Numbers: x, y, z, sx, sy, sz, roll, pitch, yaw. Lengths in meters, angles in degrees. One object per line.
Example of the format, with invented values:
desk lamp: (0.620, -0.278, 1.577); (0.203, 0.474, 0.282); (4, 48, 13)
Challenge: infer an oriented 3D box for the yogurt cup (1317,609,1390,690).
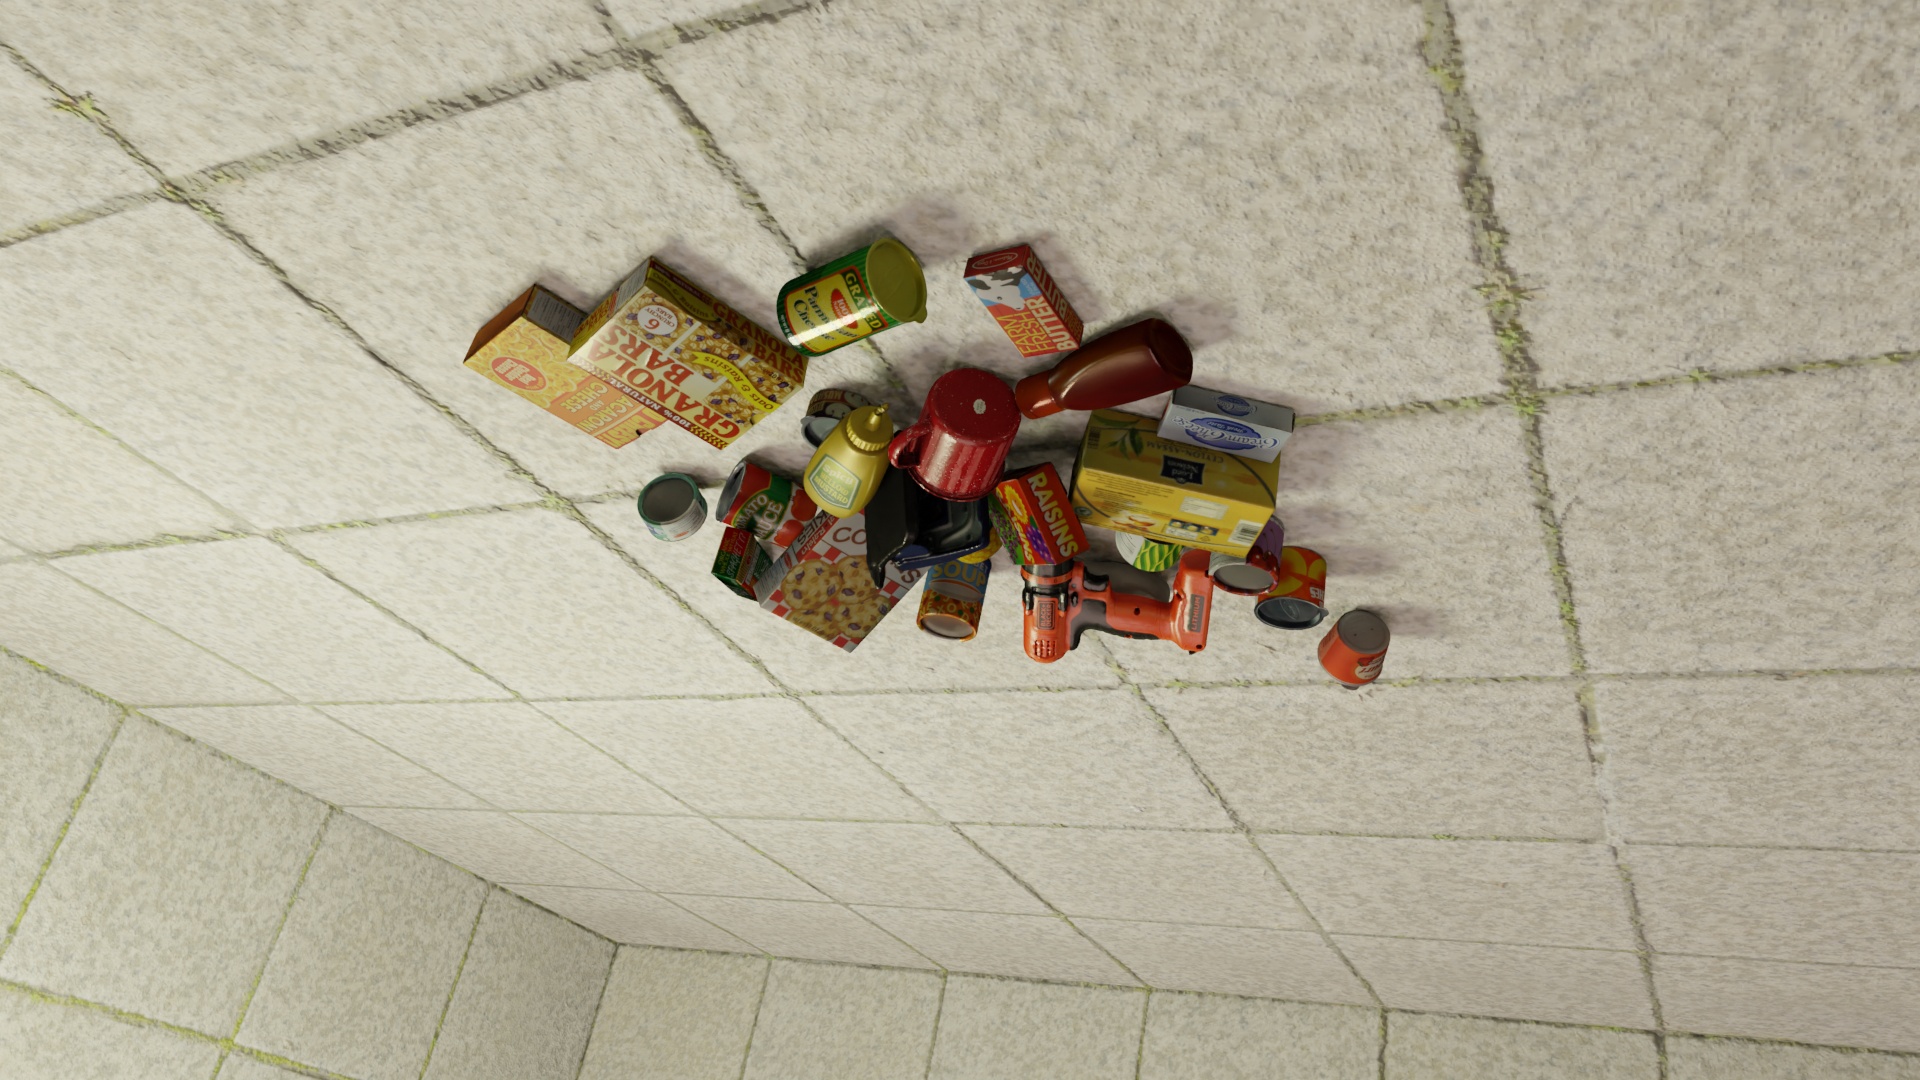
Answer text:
yogurt cup: (0.405, 0.108, 1.420); (0.072, 0.073, 0.053); (10, 143, 4)

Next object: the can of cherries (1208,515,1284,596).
can of cherries: (0.271, 0.013, 1.307); (0.071, 0.058, 0.071); (10, 151, 6)

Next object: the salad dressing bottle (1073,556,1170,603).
salad dressing bottle: (0.140, 0.043, 1.425); (0.148, 0.044, 0.064); (19, 139, -10)

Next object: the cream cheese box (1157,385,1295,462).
cream cheese box: (0.222, -0.098, 1.164); (0.104, 0.024, 0.053); (13, 152, -1)

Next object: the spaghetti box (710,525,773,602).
spaghetti box: (-0.225, 0.028, 1.448); (0.029, 0.050, 0.249); (18, 172, -1)

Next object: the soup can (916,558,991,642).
soup can: (-0.006, 0.055, 1.460); (0.071, 0.084, 0.071); (9, 150, 5)

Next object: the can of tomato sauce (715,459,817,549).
can of tomato sauce: (-0.193, -0.033, 1.390); (0.083, 0.071, 0.071); (24, 149, -22)

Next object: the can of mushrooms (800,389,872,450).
can of mushrooms: (-0.111, -0.107, 1.266); (0.071, 0.033, 0.070); (10, 152, 5)

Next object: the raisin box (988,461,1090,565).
raisin box: (0.065, -0.022, 1.254); (0.040, 0.086, 0.123); (-26, -175, -14)

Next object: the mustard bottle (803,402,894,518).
mustard bottle: (-0.092, -0.077, 1.215); (0.065, 0.049, 0.159); (36, 147, 0)

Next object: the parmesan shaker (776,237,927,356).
parmesan shaker: (-0.084, -0.185, 1.080); (0.103, 0.071, 0.071); (-15, 141, 39)

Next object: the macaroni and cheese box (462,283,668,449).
macaroni and cheese box: (-0.349, -0.152, 1.268); (0.166, 0.040, 0.123); (32, 146, -31)

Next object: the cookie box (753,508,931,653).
cookie box: (-0.106, 0.022, 1.390); (0.123, 0.040, 0.167); (32, 108, -36)

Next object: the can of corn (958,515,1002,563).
can of corn: (0.005, -0.017, 1.342); (0.071, 0.071, 0.058); (-8, 146, 31)

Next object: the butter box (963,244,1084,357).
butter box: (0.050, -0.184, 1.076); (0.053, 0.024, 0.103); (-7, 146, 31)

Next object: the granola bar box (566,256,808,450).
granola bar box: (-0.234, -0.155, 1.197); (0.165, 0.039, 0.123); (32, 135, -31)

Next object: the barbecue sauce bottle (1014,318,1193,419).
barbecue sauce bottle: (0.111, -0.133, 1.124); (0.148, 0.044, 0.065); (-15, 141, 41)

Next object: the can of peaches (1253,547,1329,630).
can of peaches: (0.323, 0.047, 1.347); (0.071, 0.058, 0.071); (9, 150, 5)

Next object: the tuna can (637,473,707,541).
tuna can: (-0.298, -0.036, 1.432); (0.071, 0.071, 0.032); (5, 149, 13)

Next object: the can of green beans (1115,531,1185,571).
can of green beans: (0.181, -0.012, 1.288); (0.071, 0.071, 0.057); (12, 152, 0)
